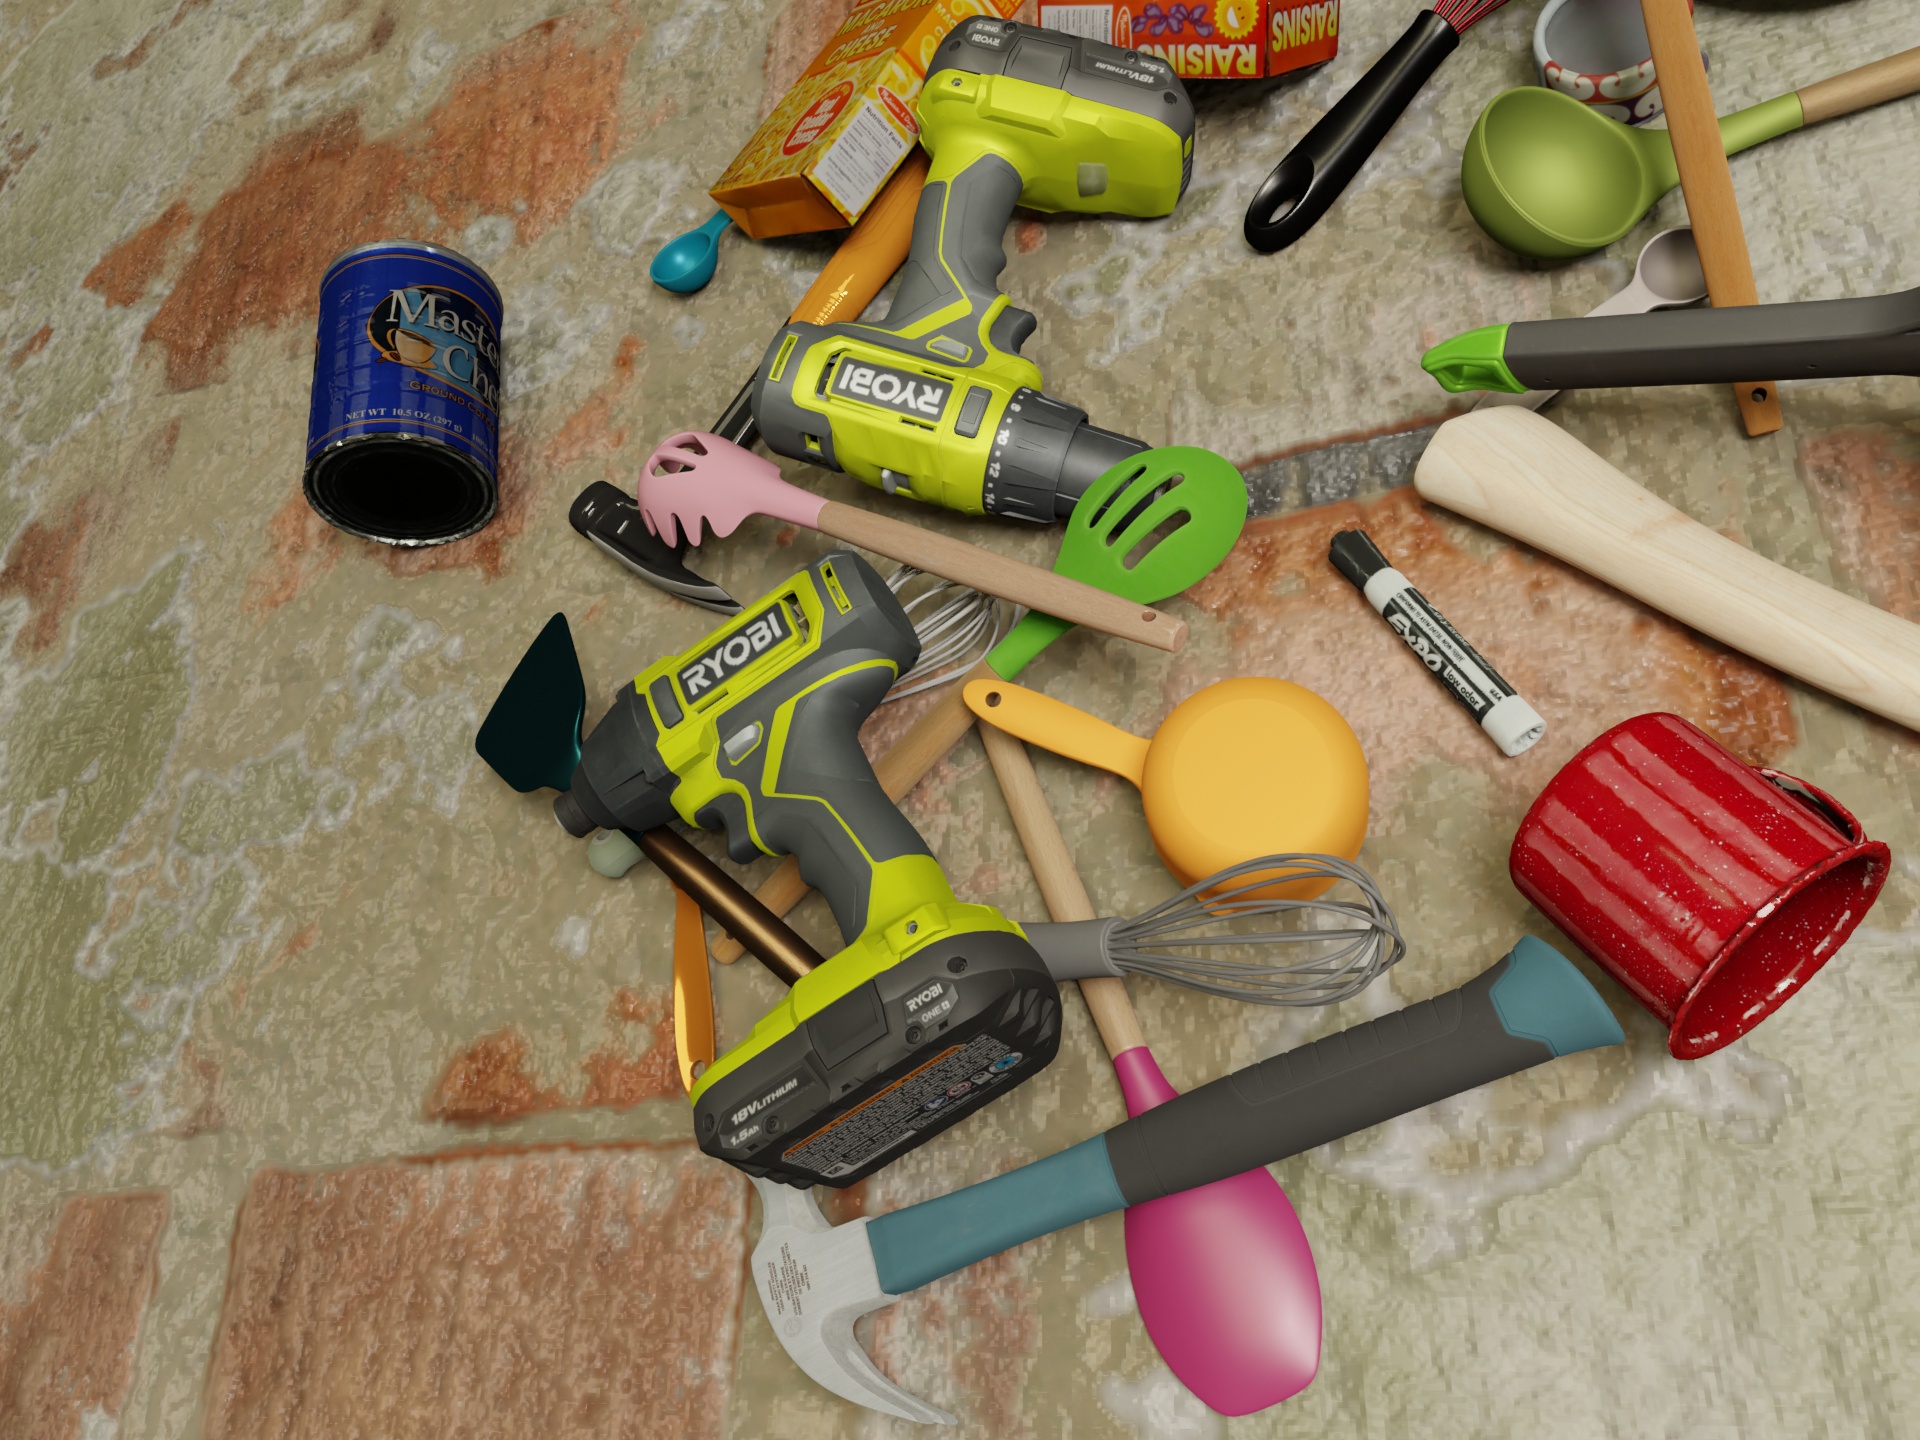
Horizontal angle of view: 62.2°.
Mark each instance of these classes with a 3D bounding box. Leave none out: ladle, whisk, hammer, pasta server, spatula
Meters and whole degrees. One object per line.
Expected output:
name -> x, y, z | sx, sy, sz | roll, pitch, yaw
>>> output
ladle -> 0.363, -0.259, 0.632 | 0.320, 0.062, 0.078 | -15, 73, 17
whisk -> 0.234, -0.333, 0.731 | 0.296, 0.073, 0.073 | -48, 56, 6
hammer -> -0.067, -0.211, 0.833 | 0.127, 0.034, 0.337 | 31, 83, 34
pasta server -> -0.035, -0.078, 0.703 | 0.316, 0.040, 0.060 | 22, 68, 33
hammer -> 0.330, -0.004, 0.541 | 0.411, 0.038, 0.146 | 34, 86, 34
spatula -> -0.113, 0.065, 0.708 | 0.318, 0.044, 0.082 | 38, 99, 22
hammer -> 0.069, 0.156, 0.575 | 0.331, 0.033, 0.128 | -26, 58, 16
whisk -> 0.056, 0.085, 0.598 | 0.239, 0.055, 0.055 | -13, 61, 42
spatula -> 0.274, -0.268, 0.613 | 0.081, 0.041, 0.322 | -13, 87, 20
whisk -> -0.077, 0.001, 0.737 | 0.246, 0.059, 0.058 | -35, 19, 12

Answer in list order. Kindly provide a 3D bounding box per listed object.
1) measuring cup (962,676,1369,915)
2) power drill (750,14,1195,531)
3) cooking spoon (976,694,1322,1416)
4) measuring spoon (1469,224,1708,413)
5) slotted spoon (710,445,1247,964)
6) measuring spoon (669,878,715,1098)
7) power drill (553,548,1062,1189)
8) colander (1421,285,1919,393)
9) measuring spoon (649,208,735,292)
measuring cup -> 0.075, 0.012, 0.623 | 0.174, 0.052, 0.095 | 22, 79, 15
power drill -> 0.029, -0.201, 0.744 | 0.190, 0.080, 0.228 | 18, 75, 11
cooking spoon -> 0.057, 0.110, 0.633 | 0.069, 0.017, 0.319 | -30, 57, 14
measuring spoon -> 0.261, -0.156, 0.661 | 0.124, 0.018, 0.034 | -39, 65, 13
slotted spoon -> -0.001, -0.002, 0.688 | 0.313, 0.031, 0.070 | -45, 59, 11
measuring spoon -> -0.120, 0.116, 0.725 | 0.021, 0.011, 0.117 | -18, 64, 22
power drill -> -0.069, 0.059, 0.624 | 0.171, 0.080, 0.223 | -34, 56, 10
colander -> 0.333, -0.090, 0.506 | 0.397, 0.204, 0.094 | 6, 82, 40
measuring spoon -> -0.124, -0.287, 0.911 | 0.128, 0.021, 0.042 | -45, 46, -9
